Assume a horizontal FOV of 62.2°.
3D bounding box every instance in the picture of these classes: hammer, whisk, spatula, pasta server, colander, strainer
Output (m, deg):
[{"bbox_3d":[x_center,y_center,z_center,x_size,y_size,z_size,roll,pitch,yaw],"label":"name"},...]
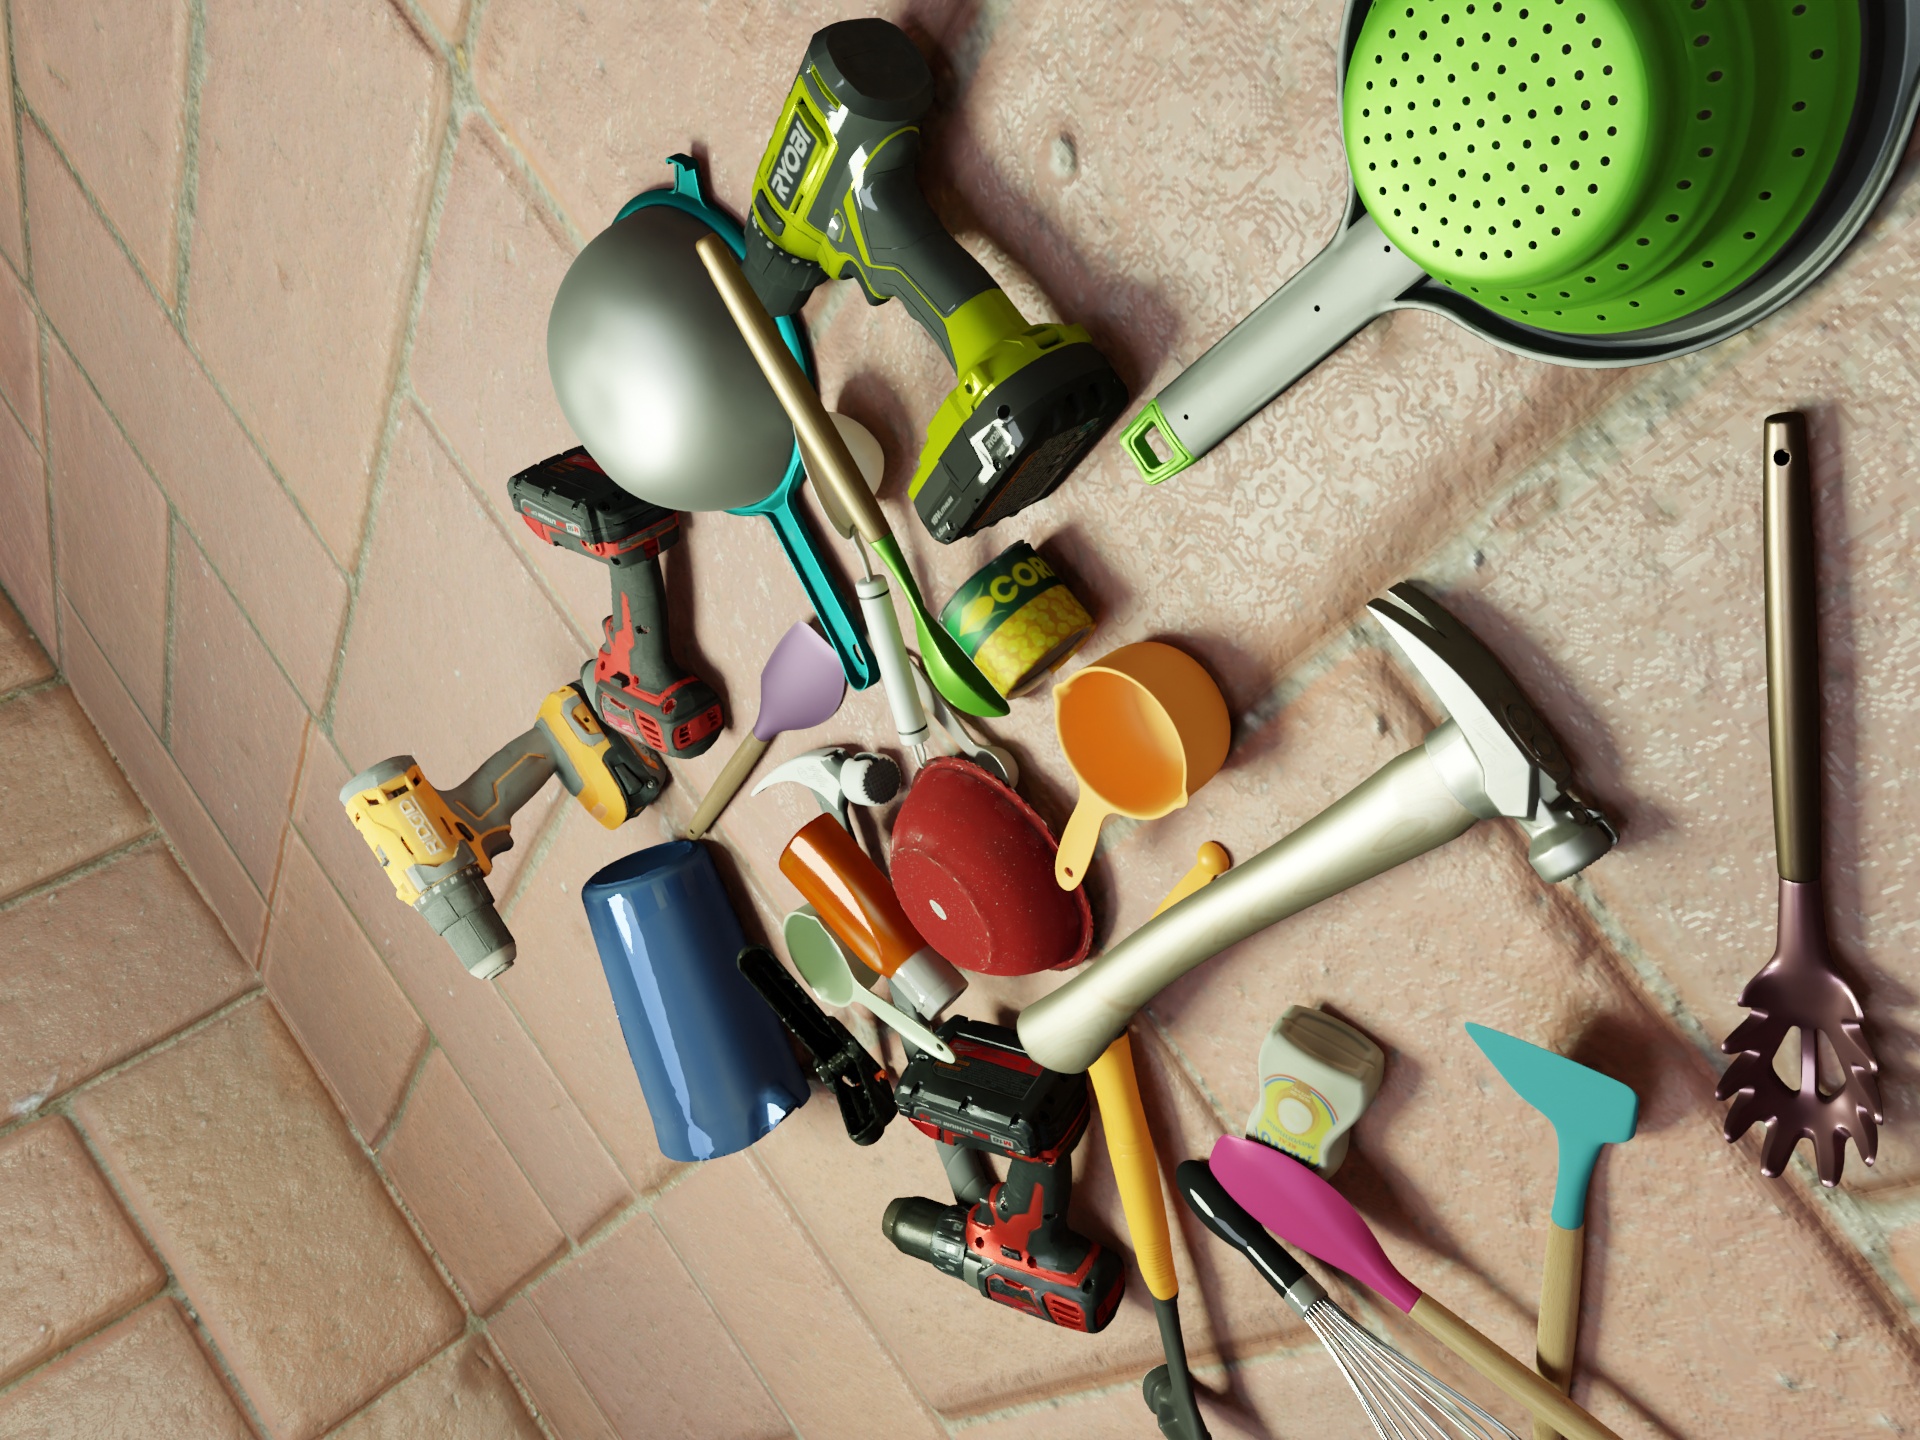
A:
[{"bbox_3d":[0.127,0.345,1.032,0.127,0.034,0.336,-145,40,-68],"label":"hammer"},{"bbox_3d":[0.225,0.359,0.925,0.285,0.070,0.070,43,142,36],"label":"whisk"},{"bbox_3d":[-0.044,0.206,1.160,0.149,0.036,0.408,4,117,50],"label":"hammer"},{"bbox_3d":[0.297,0.275,0.801,0.082,0.044,0.317,19,129,40],"label":"spatula"},{"bbox_3d":[-0.152,0.022,1.172,0.060,0.018,0.315,45,142,1],"label":"spatula"},{"bbox_3d":[0.139,0.090,0.834,0.146,0.038,0.410,55,139,8],"label":"hammer"},{"bbox_3d":[0.321,0.039,0.612,0.060,0.040,0.316,2,116,35],"label":"pasta server"},{"bbox_3d":[0.159,-0.181,0.600,0.204,0.094,0.397,57,144,2],"label":"colander"},{"bbox_3d":[-0.052,-0.088,0.946,0.050,0.087,0.258,-11,112,11],"label":"strainer"},{"bbox_3d":[-0.162,-0.158,0.993,0.211,0.095,0.340,-26,93,54],"label":"strainer"}]

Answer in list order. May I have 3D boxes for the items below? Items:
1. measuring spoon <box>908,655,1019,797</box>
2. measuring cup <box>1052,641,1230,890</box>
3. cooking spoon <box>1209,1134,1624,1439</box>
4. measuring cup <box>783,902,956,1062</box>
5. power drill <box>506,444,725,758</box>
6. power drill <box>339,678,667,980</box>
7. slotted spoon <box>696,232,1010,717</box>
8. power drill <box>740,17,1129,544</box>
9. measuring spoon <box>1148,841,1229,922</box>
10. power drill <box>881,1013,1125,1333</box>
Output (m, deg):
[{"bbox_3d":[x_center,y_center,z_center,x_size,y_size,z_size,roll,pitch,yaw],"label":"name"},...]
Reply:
[{"bbox_3d":[-0.002,-0.003,0.985,0.124,0.018,0.034,51,151,22],"label":"measuring spoon"},{"bbox_3d":[0.091,0.030,0.866,0.095,0.052,0.173,42,142,22],"label":"measuring cup"},{"bbox_3d":[0.265,0.328,0.849,0.319,0.017,0.068,34,138,24],"label":"cooking spoon"},{"bbox_3d":[-0.054,0.178,1.091,0.168,0.038,0.083,31,137,32],"label":"measuring cup"},{"bbox_3d":[-0.251,-0.084,1.169,0.143,0.078,0.219,23,134,39],"label":"power drill"},{"bbox_3d":[-0.346,0.082,1.263,0.185,0.226,0.084,56,144,4],"label":"power drill"},{"bbox_3d":[-0.058,-0.124,0.876,0.313,0.031,0.070,59,-174,-23],"label":"slotted spoon"},{"bbox_3d":[-0.030,-0.211,0.820,0.228,0.080,0.190,56,148,7],"label":"power drill"},{"bbox_3d":[0.124,0.107,0.911,0.021,0.011,0.116,45,142,18],"label":"measuring spoon"},{"bbox_3d":[0.016,0.318,1.110,0.188,0.080,0.226,10,126,29],"label":"power drill"}]
